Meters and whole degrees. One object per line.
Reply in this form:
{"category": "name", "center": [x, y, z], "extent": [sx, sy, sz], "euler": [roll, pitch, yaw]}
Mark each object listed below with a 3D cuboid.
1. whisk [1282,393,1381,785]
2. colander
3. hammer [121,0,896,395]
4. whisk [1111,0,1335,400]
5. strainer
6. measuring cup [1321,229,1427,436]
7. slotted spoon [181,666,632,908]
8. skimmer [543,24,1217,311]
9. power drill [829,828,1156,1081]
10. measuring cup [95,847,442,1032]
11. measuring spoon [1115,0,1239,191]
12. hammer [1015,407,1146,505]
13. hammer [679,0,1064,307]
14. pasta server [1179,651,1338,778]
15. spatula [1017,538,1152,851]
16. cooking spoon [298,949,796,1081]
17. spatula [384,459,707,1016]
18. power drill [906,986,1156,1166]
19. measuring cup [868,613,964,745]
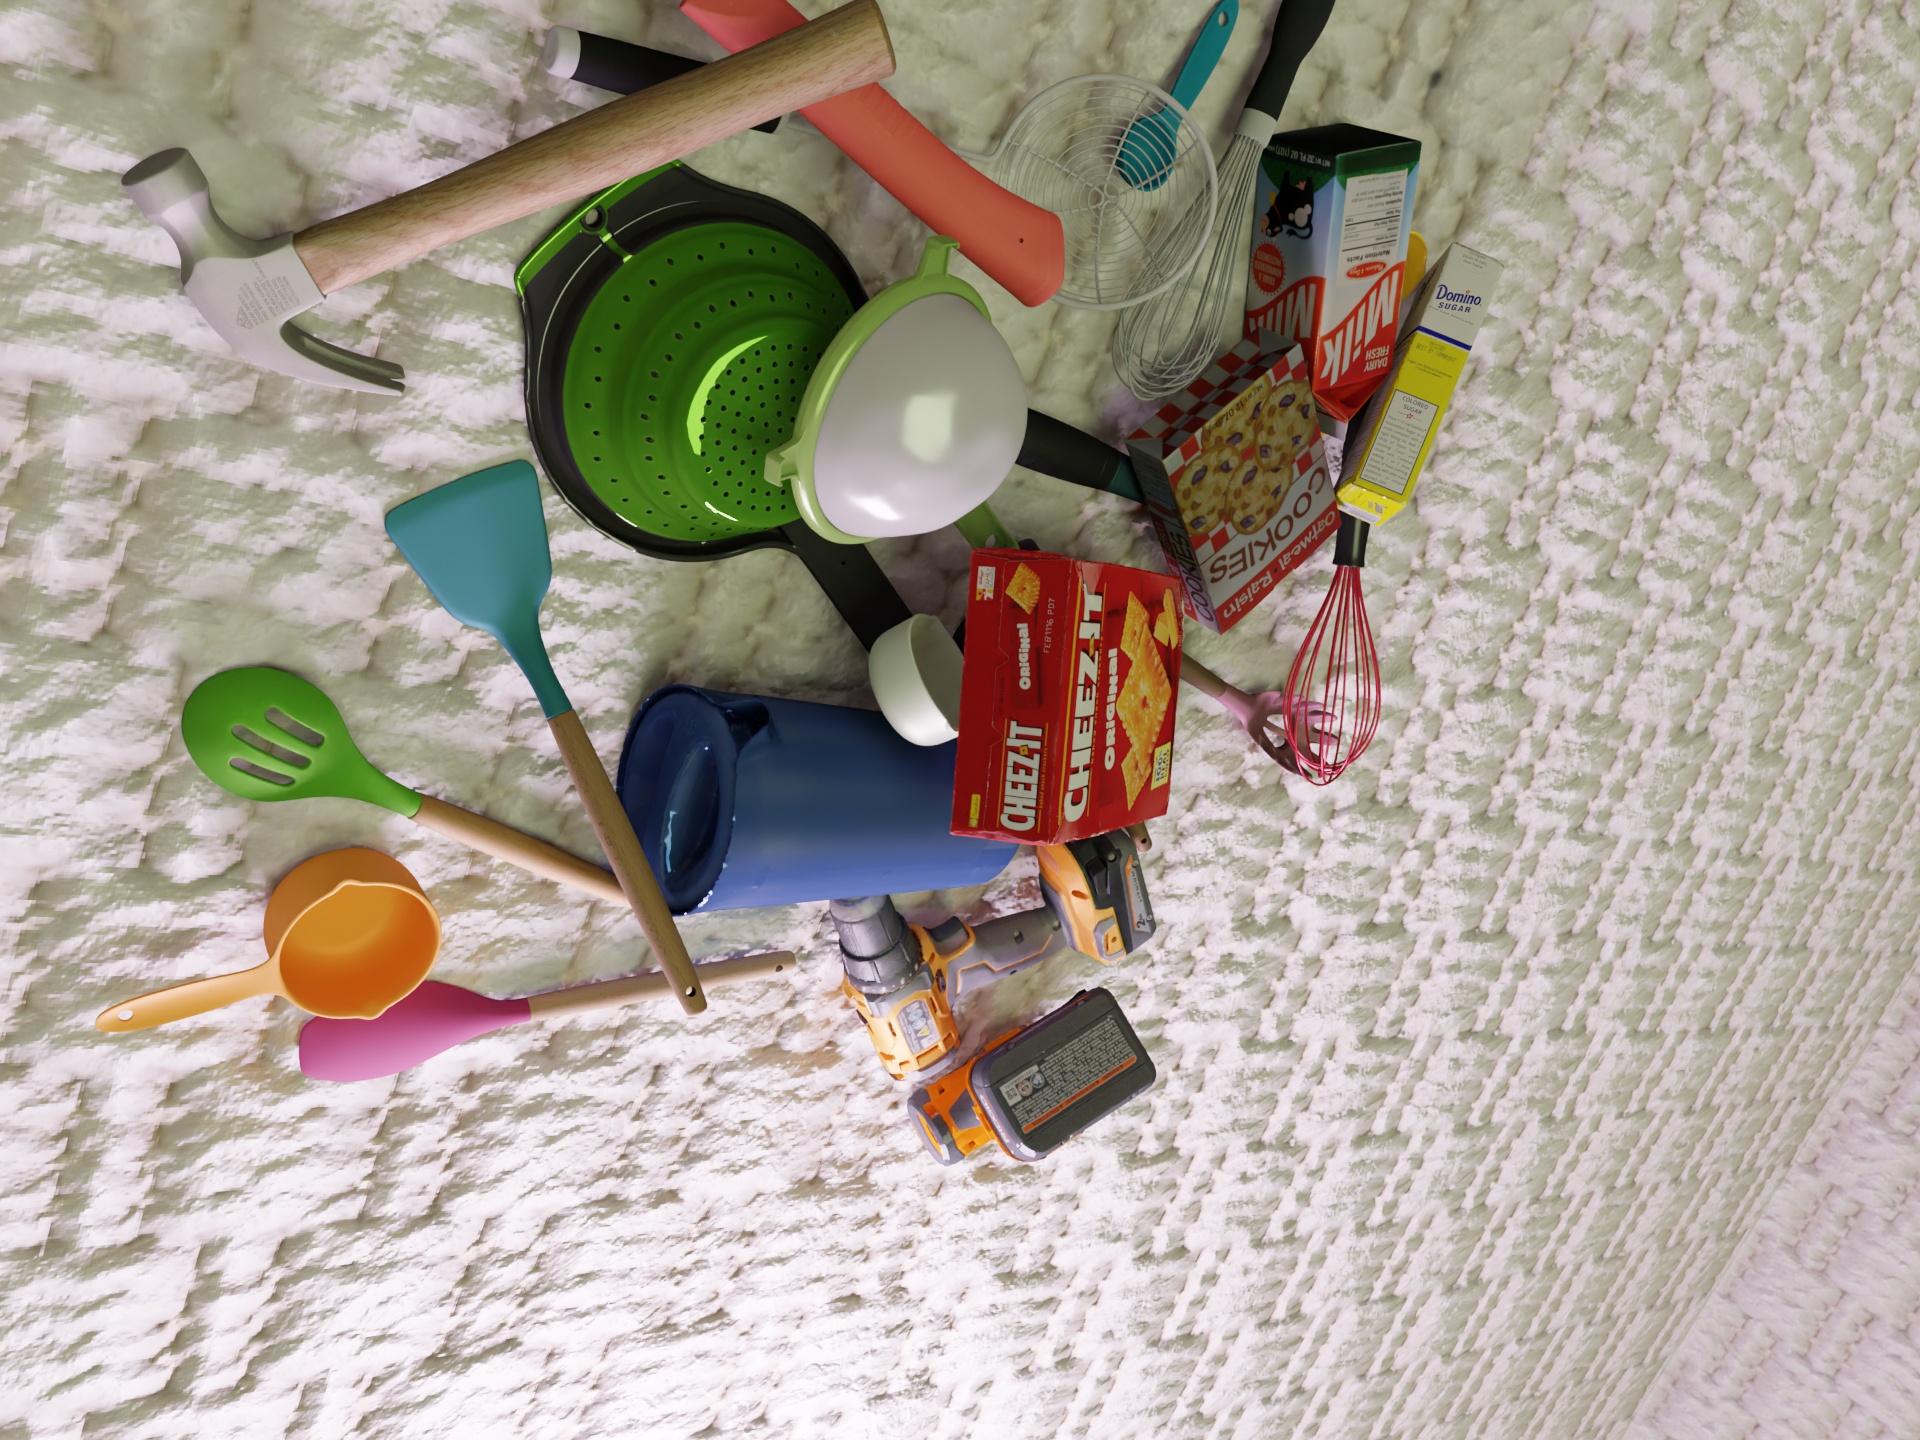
{"category": "whisk", "center": [0.284, -0.095, 1.174], "extent": [0.073, 0.073, 0.295], "euler": [-3, 103, -35]}
{"category": "colander", "center": [-0.081, -0.118, 0.891], "extent": [0.204, 0.095, 0.396], "euler": [-42, 133, -7]}
{"category": "hammer", "center": [-0.186, -0.245, 0.716], "extent": [0.331, 0.031, 0.129], "euler": [-22, 131, 0]}
{"category": "whisk", "center": [0.166, -0.331, 0.970], "extent": [0.070, 0.070, 0.284], "euler": [15, 102, -41]}
{"category": "strainer", "center": [0.004, -0.129, 0.864], "extent": [0.151, 0.069, 0.256], "euler": [-54, 153, -5]}
{"category": "measuring cup", "center": [0.273, -0.272, 1.109], "extent": [0.062, 0.029, 0.156], "euler": [-7, 132, -33]}
{"category": "slotted spoon", "center": [-0.286, 0.055, 0.898], "extent": [0.313, 0.031, 0.070], "euler": [34, 92, -45]}
{"category": "skimmer", "center": [-0.027, -0.300, 0.822], "extent": [0.363, 0.090, 0.127], "euler": [1, 110, -36]}
{"category": "power drill", "center": [0.017, 0.140, 1.135], "extent": [0.226, 0.084, 0.185], "euler": [-29, 130, -12]}
{"category": "measuring cup", "center": [-0.374, 0.124, 0.859], "extent": [0.173, 0.052, 0.095], "euler": [-15, 125, -26]}
{"category": "measuring spoon", "center": [0.127, -0.374, 0.945], "extent": [0.042, 0.021, 0.128], "euler": [31, 87, -42]}
{"category": "hammer", "center": [0.083, -0.162, 1.009], "extent": [0.330, 0.033, 0.128], "euler": [11, 109, -45]}
{"category": "hammer", "center": [-0.088, -0.309, 0.753], "extent": [0.358, 0.037, 0.149], "euler": [34, 93, -30]}
{"category": "pasta server", "center": [0.181, -0.032, 1.174], "extent": [0.316, 0.040, 0.060], "euler": [28, 84, -42]}
{"category": "spatula", "center": [0.082, -0.004, 1.133], "extent": [0.060, 0.018, 0.315], "euler": [-33, 131, -3]}
{"category": "cooking spoon", "center": [-0.248, 0.178, 1.004], "extent": [0.318, 0.017, 0.068], "euler": [-6, 121, -33]}
{"category": "spatula", "center": [-0.206, 0.021, 0.863], "extent": [0.082, 0.044, 0.317], "euler": [-27, 98, -20]}
{"category": "power drill", "center": [0.059, 0.259, 1.169], "extent": [0.164, 0.084, 0.226], "euler": [-28, 173, -21]}
{"category": "measuring cup", "center": [-0.002, -0.003, 0.975], "extent": [0.038, 0.083, 0.167], "euler": [-23, 145, 21]}
